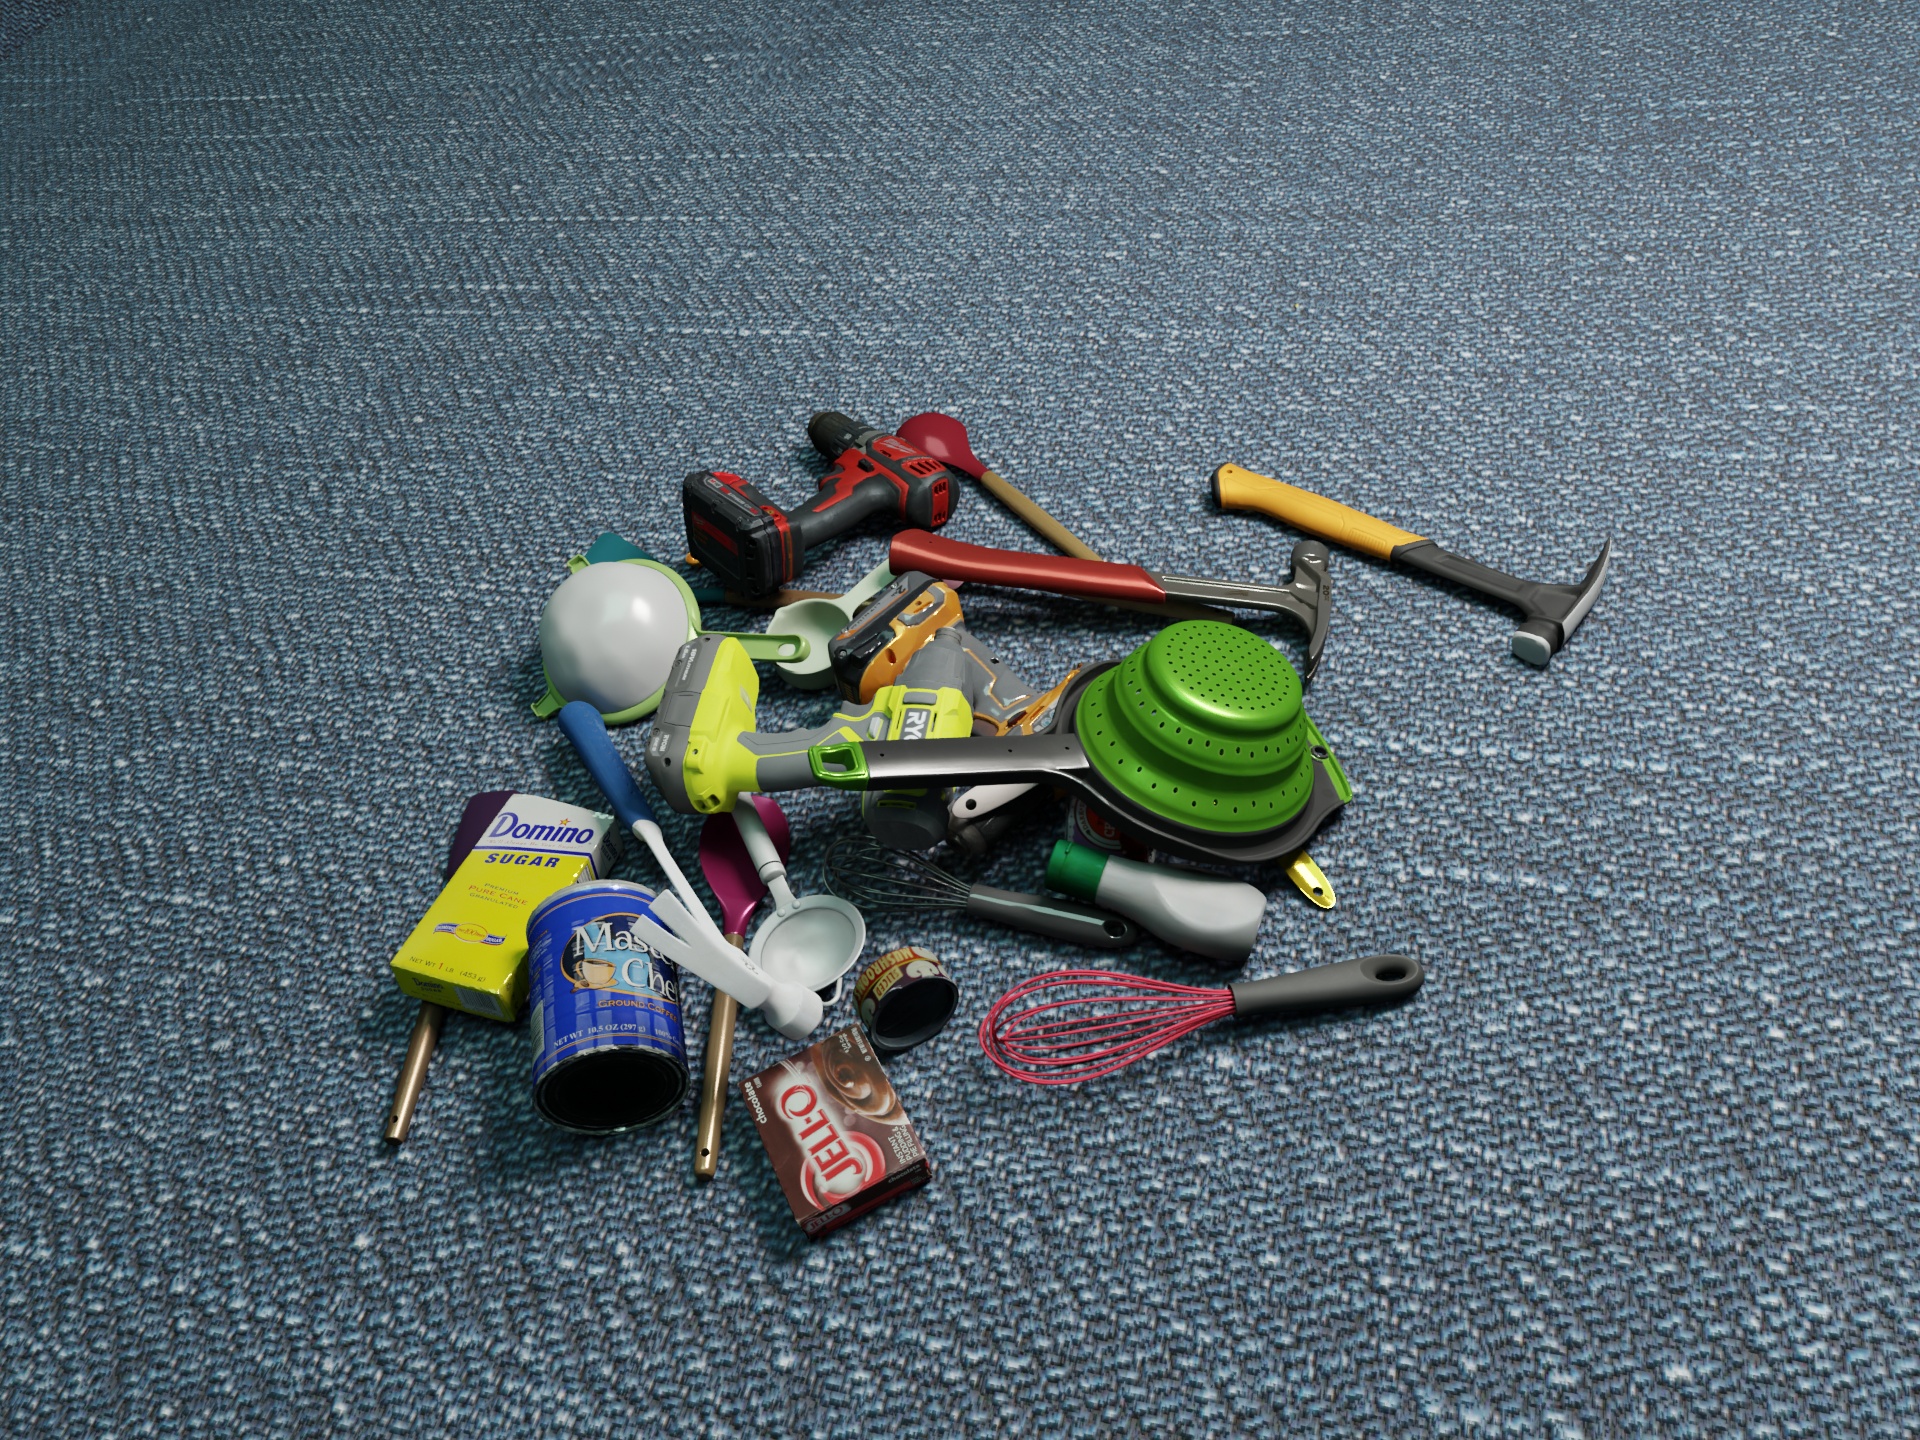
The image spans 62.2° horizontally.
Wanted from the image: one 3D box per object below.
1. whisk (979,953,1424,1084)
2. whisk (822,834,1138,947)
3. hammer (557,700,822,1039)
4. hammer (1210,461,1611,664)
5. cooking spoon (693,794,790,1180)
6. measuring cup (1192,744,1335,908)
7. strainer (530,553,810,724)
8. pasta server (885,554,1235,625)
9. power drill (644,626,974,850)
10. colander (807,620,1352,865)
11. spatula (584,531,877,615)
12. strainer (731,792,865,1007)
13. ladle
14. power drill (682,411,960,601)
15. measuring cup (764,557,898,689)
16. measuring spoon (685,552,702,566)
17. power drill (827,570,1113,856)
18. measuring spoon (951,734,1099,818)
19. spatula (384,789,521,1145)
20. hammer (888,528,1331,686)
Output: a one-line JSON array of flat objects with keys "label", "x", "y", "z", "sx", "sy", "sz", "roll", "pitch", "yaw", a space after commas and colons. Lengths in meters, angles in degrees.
[{"label": "whisk", "x": 0.158, "y": 0.185, "z": 1.038, "sx": 0.296, "sy": 0.073, "sz": 0.073, "roll": -8, "pitch": 47, "yaw": -3}, {"label": "whisk", "x": 0.011, "y": 0.125, "z": 1.134, "sx": 0.239, "sy": 0.055, "sz": 0.055, "roll": 11, "pitch": 52, "yaw": 16}, {"label": "hammer", "x": -0.228, "y": 0.082, "z": 1.156, "sx": 0.035, "sy": 0.143, "sz": 0.406, "roll": -48, "pitch": 38, "yaw": 0}, {"label": "hammer", "x": 0.357, "y": -0.153, "z": 1.315, "sx": 0.337, "sy": 0.034, "sz": 0.127, "roll": 27, "pitch": 60, "yaw": 32}, {"label": "cooking spoon", "x": -0.166, "y": 0.178, "z": 1.140, "sx": 0.068, "sy": 0.017, "sz": 0.319, "roll": 5, "pitch": 48, "yaw": -4}, {"label": "measuring cup", "x": 0.216, "y": 0.080, "z": 1.146, "sx": 0.062, "sy": 0.029, "sz": 0.157, "roll": -26, "pitch": 60, "yaw": -18}, {"label": "strainer", "x": -0.250, "y": -0.073, "z": 1.314, "sx": 0.256, "sy": 0.069, "sz": 0.151, "roll": 4, "pitch": 73, "yaw": 22}, {"label": "pasta server", "x": 0.077, "y": -0.112, "z": 1.348, "sx": 0.316, "sy": 0.040, "sz": 0.060, "roll": 13, "pitch": 52, "yaw": 18}, {"label": "power drill", "x": -0.104, "y": 0.003, "z": 1.170, "sx": 0.223, "sy": 0.080, "sz": 0.171, "roll": 3, "pitch": 60, "yaw": 16}, {"label": "colander", "x": 0.096, "y": -0.001, "z": 1.084, "sx": 0.397, "sy": 0.094, "sz": 0.205, "roll": -2, "pitch": 44, "yaw": -20}, {"label": "spatula", "x": -0.184, "y": -0.115, "z": 1.396, "sx": 0.317, "sy": 0.044, "sz": 0.082, "roll": 6, "pitch": 47, "yaw": 16}, {"label": "strainer", "x": -0.133, "y": 0.118, "z": 1.161, "sx": 0.087, "sy": 0.050, "sz": 0.259, "roll": -26, "pitch": 50, "yaw": -6}, {"label": "ladle", "x": 0.038, "y": -0.207, "z": 1.443, "sx": 0.069, "sy": 0.031, "sz": 0.316, "roll": -33, "pitch": 51, "yaw": -18}, {"label": "power drill", "x": -0.138, "y": -0.207, "z": 1.430, "sx": 0.226, "sy": 0.080, "sz": 0.188, "roll": -27, "pitch": 47, "yaw": -31}, {"label": "measuring cup", "x": -0.090, "y": -0.089, "z": 1.345, "sx": 0.167, "sy": 0.038, "sz": 0.083, "roll": -41, "pitch": 60, "yaw": -18}, {"label": "measuring spoon", "x": -0.226, "y": -0.181, "z": 1.491, "sx": 0.021, "sy": 0.011, "sz": 0.117, "roll": 7, "pitch": 47, "yaw": 19}, {"label": "power drill", "x": -0.002, "y": -0.004, "z": 1.233, "sx": 0.226, "sy": 0.084, "sz": 0.185, "roll": 32, "pitch": 63, "yaw": 29}, {"label": "measuring spoon", "x": 0.050, "y": 0.039, "z": 1.146, "sx": 0.124, "sy": 0.018, "sz": 0.034, "roll": -27, "pitch": 85, "yaw": -12}, {"label": "spatula", "x": -0.381, "y": 0.172, "z": 1.194, "sx": 0.060, "sy": 0.018, "sz": 0.316, "roll": -4, "pitch": 47, "yaw": 8}, {"label": "hammer", "x": 0.117, "y": -0.108, "z": 1.288, "sx": 0.359, "sy": 0.036, "sz": 0.149, "roll": 7, "pitch": 45, "yaw": 9}]
